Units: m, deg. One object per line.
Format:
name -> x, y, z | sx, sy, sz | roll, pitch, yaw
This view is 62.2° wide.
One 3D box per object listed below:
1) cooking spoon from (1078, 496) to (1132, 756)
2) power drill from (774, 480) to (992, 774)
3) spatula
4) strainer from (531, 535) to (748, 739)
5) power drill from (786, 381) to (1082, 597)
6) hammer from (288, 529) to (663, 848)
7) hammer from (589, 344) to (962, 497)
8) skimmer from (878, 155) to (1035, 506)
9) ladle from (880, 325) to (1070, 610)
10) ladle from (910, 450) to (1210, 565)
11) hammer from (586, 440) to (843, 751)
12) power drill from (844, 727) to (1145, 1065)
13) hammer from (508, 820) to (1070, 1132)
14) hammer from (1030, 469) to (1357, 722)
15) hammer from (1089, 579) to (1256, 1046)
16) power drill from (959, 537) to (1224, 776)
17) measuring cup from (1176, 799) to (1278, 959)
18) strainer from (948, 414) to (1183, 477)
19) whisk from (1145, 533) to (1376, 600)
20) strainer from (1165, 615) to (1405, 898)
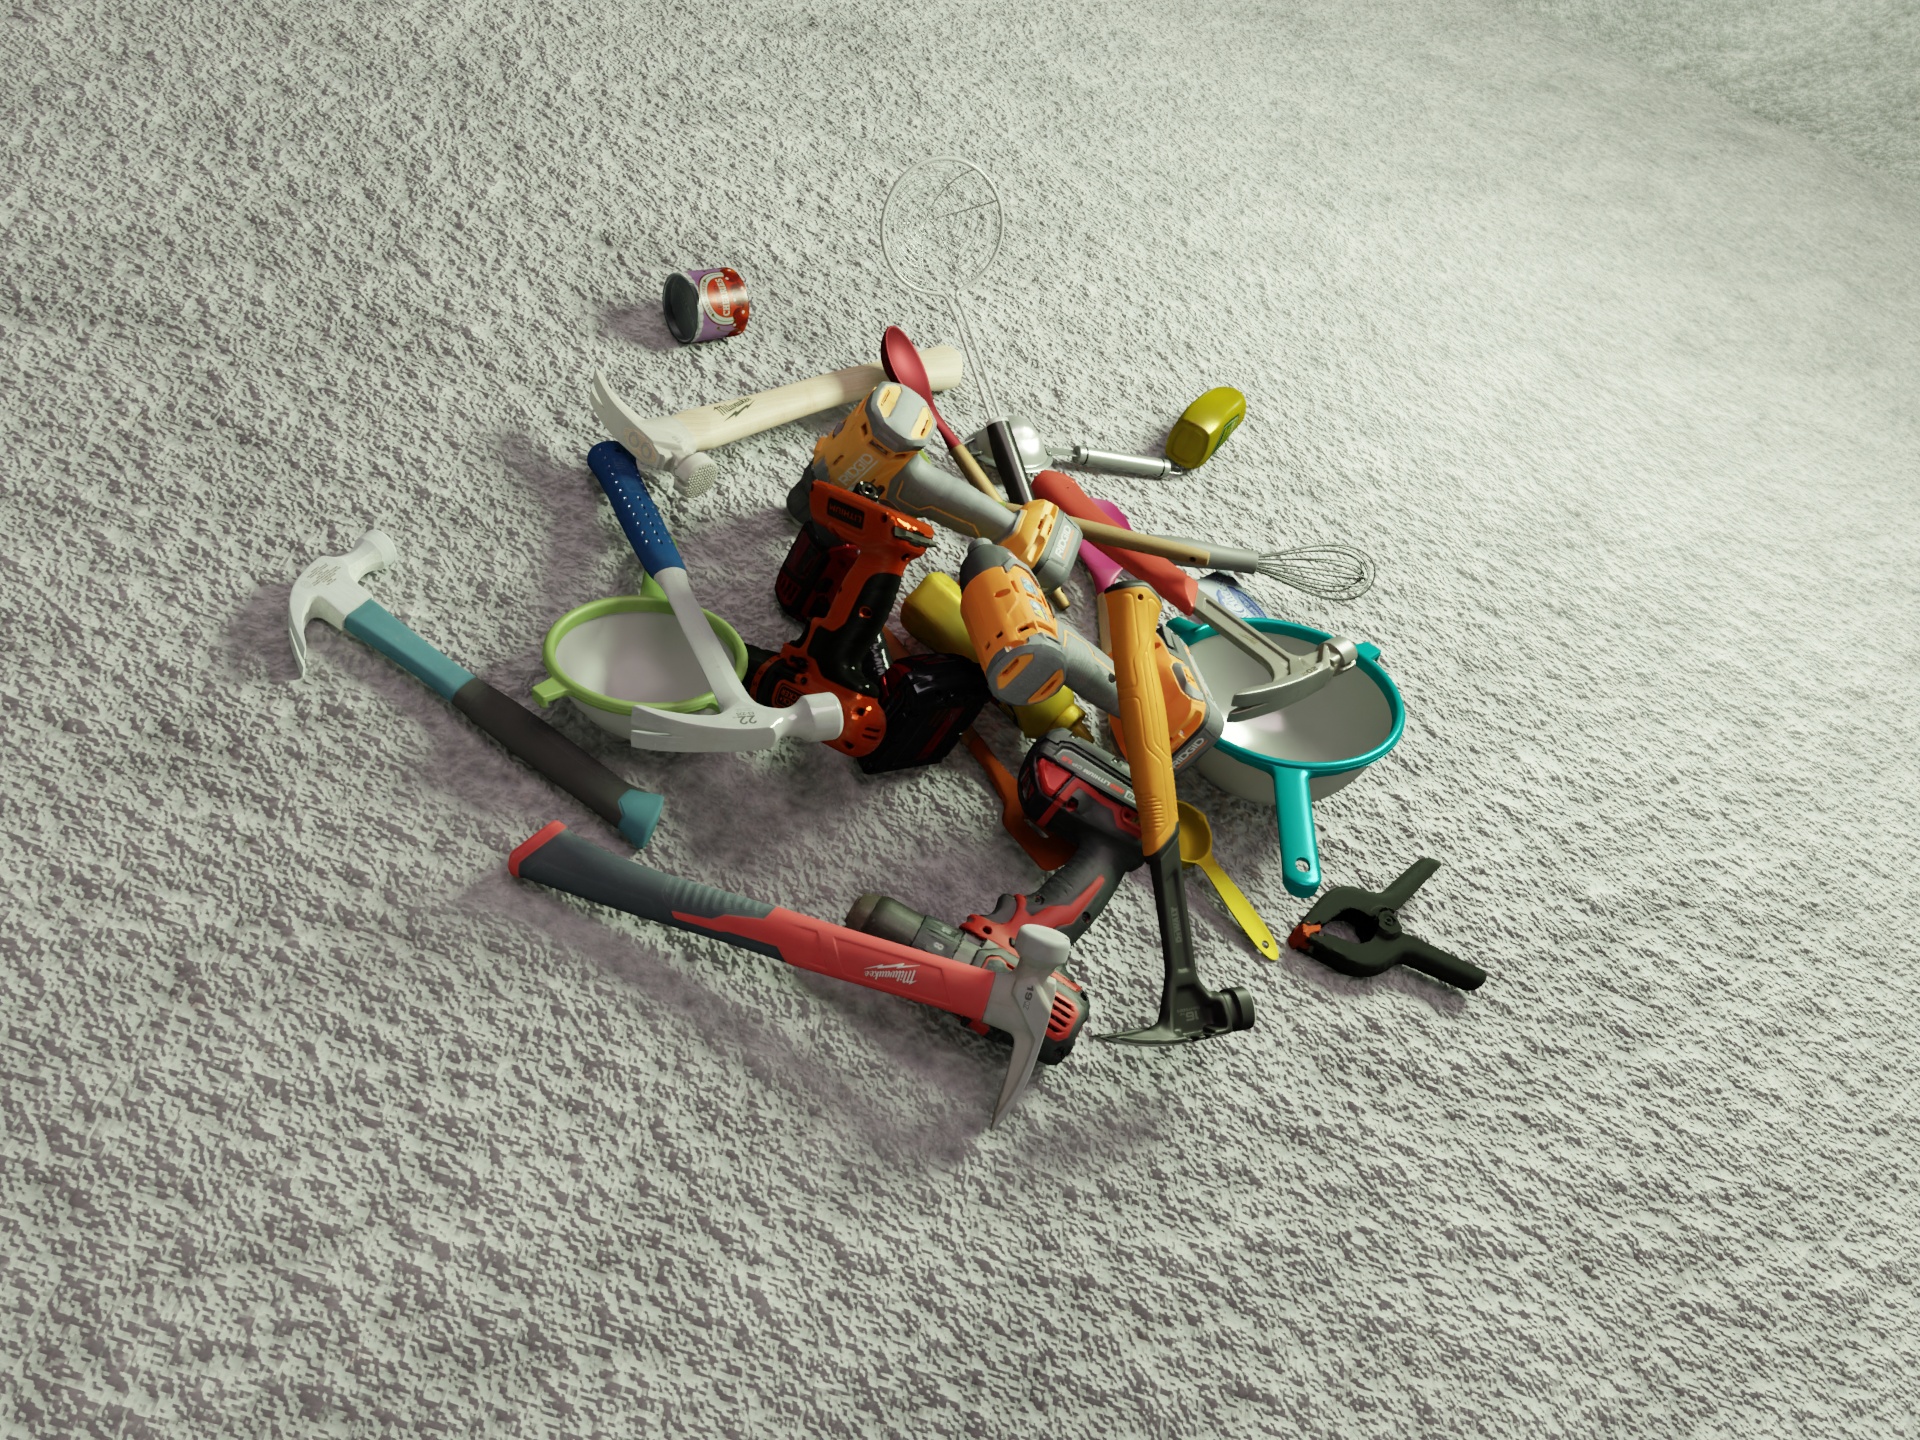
cooking spoon -> 0.134, -0.095, 1.465 | 0.068, 0.017, 0.319 | 7, 50, -10
power drill -> -0.069, -0.079, 1.278 | 0.078, 0.143, 0.220 | -8, 58, -38
spatula -> -0.002, -0.004, 1.312 | 0.081, 0.041, 0.323 | -32, 69, -25
strainer -> -0.243, -0.059, 1.246 | 0.151, 0.069, 0.257 | 5, 35, -9
power drill -> -0.032, -0.174, 1.377 | 0.226, 0.185, 0.084 | 35, 52, -19
hammer -> -0.354, -0.015, 1.172 | 0.331, 0.033, 0.128 | 35, 46, 6
hammer -> -0.148, -0.306, 1.475 | 0.146, 0.038, 0.410 | 42, 42, 19
skimmer -> 0.022, -0.348, 1.498 | 0.127, 0.090, 0.363 | -15, 81, -17
ladle -> 0.012, -0.233, 1.482 | 0.315, 0.031, 0.069 | 57, 27, 8
ladle -> 0.068, -0.189, 1.430 | 0.320, 0.078, 0.062 | 14, 42, 6
hammer -> -0.226, -0.106, 1.225 | 0.144, 0.035, 0.406 | -7, 40, -25
power drill -> 0.039, 0.119, 1.179 | 0.188, 0.080, 0.227 | 29, 66, 1
hammer -> -0.128, 0.163, 1.101 | 0.386, 0.143, 0.038 | 17, 7, 2
hammer -> 0.177, -0.124, 1.427 | 0.149, 0.036, 0.359 | -21, 47, -32
hammer -> 0.135, 0.065, 1.151 | 0.127, 0.034, 0.337 | -4, 83, -29
power drill -> 0.093, -0.056, 1.255 | 0.226, 0.084, 0.164 | 25, 31, -36
measuring cup -> 0.206, 0.136, 1.308 | 0.062, 0.029, 0.156 | -30, 81, -39
strainer -> 0.112, -0.269, 1.586 | 0.258, 0.050, 0.087 | 5, 37, -25
whisk -> 0.281, -0.154, 1.523 | 0.239, 0.055, 0.055 | 7, 50, -5
strainer -> 0.265, 0.047, 1.332 | 0.211, 0.095, 0.341 | 8, 40, 0
